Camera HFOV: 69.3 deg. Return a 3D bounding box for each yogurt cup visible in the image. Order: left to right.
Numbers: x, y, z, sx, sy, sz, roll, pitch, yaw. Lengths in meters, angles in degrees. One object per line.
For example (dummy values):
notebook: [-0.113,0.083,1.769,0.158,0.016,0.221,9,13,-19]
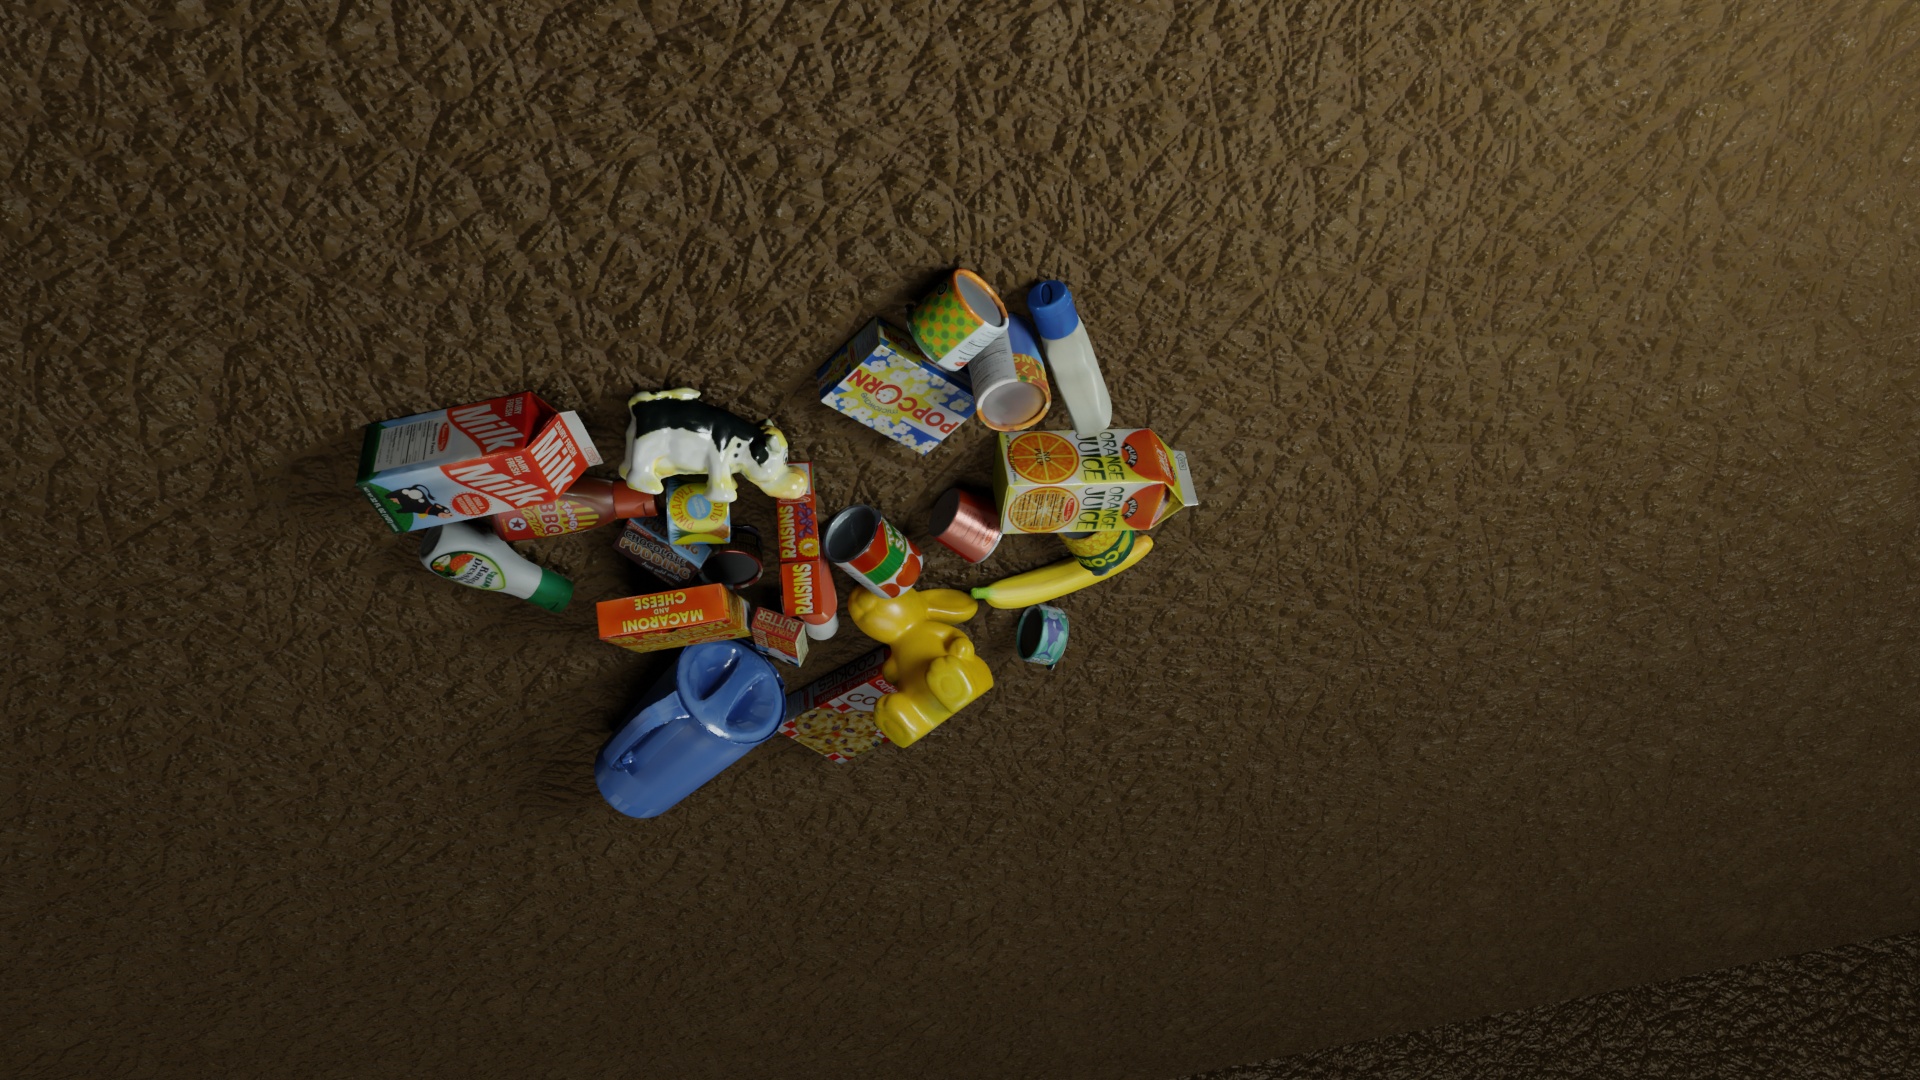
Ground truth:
yogurt cup: [0.005,-0.017,1.378,0.054,0.073,0.072,26,130,-26]

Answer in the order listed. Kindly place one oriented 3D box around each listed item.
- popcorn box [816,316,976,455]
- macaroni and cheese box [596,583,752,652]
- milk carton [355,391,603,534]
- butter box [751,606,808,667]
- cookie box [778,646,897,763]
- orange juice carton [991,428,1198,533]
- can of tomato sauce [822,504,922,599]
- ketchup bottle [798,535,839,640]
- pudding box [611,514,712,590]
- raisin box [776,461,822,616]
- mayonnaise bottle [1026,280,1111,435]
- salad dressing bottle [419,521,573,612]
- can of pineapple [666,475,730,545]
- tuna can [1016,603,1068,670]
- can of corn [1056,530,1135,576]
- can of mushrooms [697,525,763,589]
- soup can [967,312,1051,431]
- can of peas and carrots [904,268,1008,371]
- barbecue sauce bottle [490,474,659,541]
popcorn box: [-0.052,-0.135,1.239,0.126,0.038,0.085,26,130,-36]
macaroni and cheese box: [-0.283,0.080,1.396,0.124,0.040,0.166,-9,172,-1]
milk carton: [-0.417,-0.072,1.216,0.191,0.074,0.072,-12,141,2]
butter box: [-0.192,0.103,1.477,0.053,0.024,0.103,19,160,3]
cookie box: [-0.116,0.195,1.632,0.167,0.040,0.122,-28,138,23]
orange juice carton: [0.131,-0.058,1.345,0.193,0.072,0.072,-2,140,-9]
can of tomato sauce: [-0.085,0.011,1.391,0.071,0.071,0.083,-27,139,20]
ketchup bottle: [-0.152,0.055,1.437,0.043,0.065,0.148,2,150,4]
pudding box: [-0.289,0.007,1.348,0.083,0.030,0.049,35,128,-10]
raisin box: [-0.154,-0.002,1.315,0.040,0.124,0.085,-4,141,-7]
mayonnaise bottle: [0.096,-0.163,1.221,0.041,0.065,0.147,-15,137,13]
salad dressing bottle: [-0.450,0.028,1.355,0.064,0.044,0.147,-35,135,28]
can of pineapple: [-0.247,-0.029,1.307,0.058,0.071,0.070,-2,141,-10]
tuna can: [0.090,0.107,1.540,0.033,0.071,0.070,13,136,-23]
can of corn: [0.135,-0.009,1.407,0.071,0.071,0.058,-24,138,17]
can of mushrooms: [-0.230,0.017,1.394,0.071,0.033,0.070,-5,141,-4]
soup can: [0.042,-0.145,1.210,0.071,0.084,0.071,-6,141,-5]
can of peas and carrots: [-0.004,-0.188,1.166,0.071,0.071,0.058,28,128,-37]
barbecue sauce bottle: [-0.359,-0.035,1.297,0.149,0.044,0.064,-5,135,-6]
